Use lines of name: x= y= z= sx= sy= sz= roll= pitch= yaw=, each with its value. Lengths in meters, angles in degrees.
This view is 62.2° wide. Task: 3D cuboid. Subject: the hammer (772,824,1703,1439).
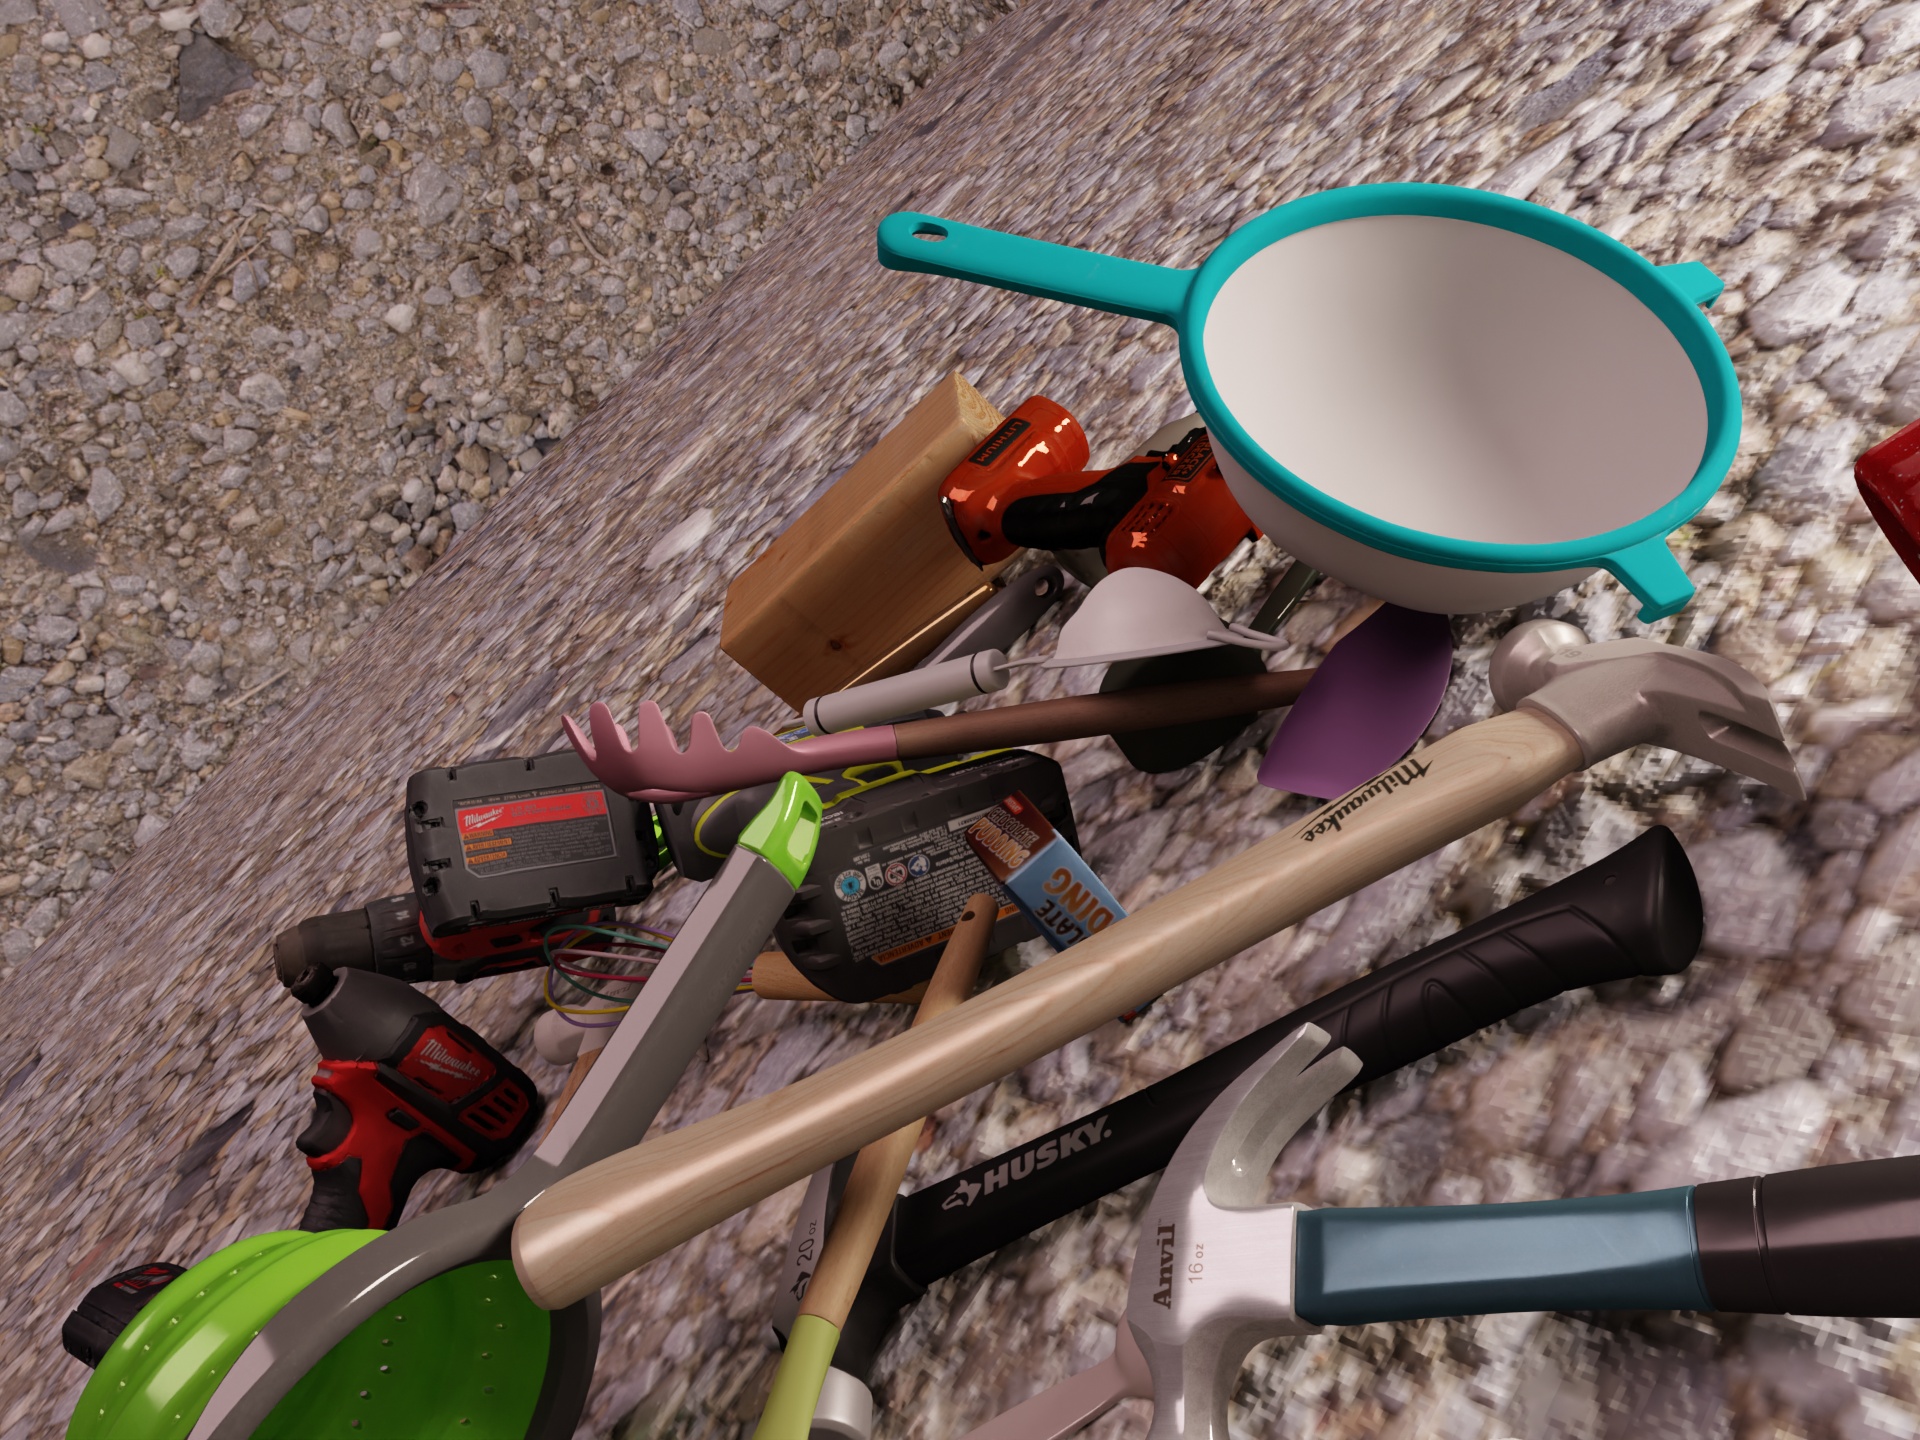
hammer: x=0.078 y=0.122 z=0.520 sx=0.335 sy=0.035 sz=0.146 roll=-31 pitch=26 yaw=20

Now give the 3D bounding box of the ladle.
ladle: x=-0.042 y=0.165 z=0.515 sx=0.078 sy=0.062 sz=0.320 roll=-8 pitch=36 yaw=28

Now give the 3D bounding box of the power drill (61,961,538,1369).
power drill: x=-0.322 y=0.233 z=0.786 sx=0.078 sy=0.143 sz=0.220 roll=-9 pitch=41 yaw=46

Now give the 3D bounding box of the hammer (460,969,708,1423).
hammer: x=-0.205 y=0.245 z=0.728 sx=0.130 sy=0.031 sz=0.332 roll=-25 pitch=29 yaw=32

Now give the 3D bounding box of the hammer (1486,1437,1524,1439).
hammer: x=-0.026 y=0.309 z=0.344 sx=0.409 sy=0.036 sz=0.149 roll=-35 pitch=32 yaw=18

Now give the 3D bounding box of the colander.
colander: x=-0.183 y=0.175 z=0.558 sx=0.094 sy=0.204 sz=0.397 roll=22 pitch=70 yaw=25

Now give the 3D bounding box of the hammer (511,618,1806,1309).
hammer: x=0.048 y=0.081 z=0.496 sx=0.410 sy=0.038 sz=0.146 roll=-28 pitch=12 yaw=-1

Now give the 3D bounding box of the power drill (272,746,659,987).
power drill: x=-0.266 y=0.094 z=0.852 sx=0.188 sy=0.080 sz=0.226 roll=-7 pitch=-17 yaw=-26

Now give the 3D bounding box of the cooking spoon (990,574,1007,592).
cooking spoon: x=0.002 y=-0.125 z=1.073 sx=0.069 sy=0.017 sz=0.319 roll=-42 pitch=23 yaw=9

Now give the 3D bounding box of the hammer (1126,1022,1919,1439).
hammer: x=0.182 y=0.118 z=0.355 sx=0.331 sy=0.033 sz=0.128 roll=-18 pitch=50 yaw=36

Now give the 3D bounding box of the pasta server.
pasta server: x=-0.001 y=-0.002 z=0.654 sx=0.316 sy=0.040 sz=0.060 roll=-8 pitch=-9 yaw=-6

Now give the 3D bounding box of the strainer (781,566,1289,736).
strainer: x=0.019 y=-0.026 z=0.705 sx=0.258 sy=0.050 sz=0.087 roll=-14 pitch=2 yaw=32

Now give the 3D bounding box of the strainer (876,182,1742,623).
strainer: x=0.127 y=-0.131 z=0.649 sx=0.340 sy=0.095 sz=0.211 roll=16 pitch=55 yaw=11

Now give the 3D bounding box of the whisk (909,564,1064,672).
whisk: x=-0.034 y=-0.012 z=0.900 sx=0.239 sy=0.055 sz=0.055 roll=-40 pitch=24 yaw=-9

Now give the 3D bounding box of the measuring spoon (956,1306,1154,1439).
measuring spoon: x=0.023 y=0.206 z=0.477 sx=0.124 sy=0.018 sz=0.034 roll=-36 pitch=24 yaw=11

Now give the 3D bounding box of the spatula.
spatula: x=0.218 y=-0.084 z=0.686 sx=0.060 sy=0.018 sz=0.316 roll=10 pitch=53 yaw=41

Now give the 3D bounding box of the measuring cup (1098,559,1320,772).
measuring cup: x=0.126 y=-0.049 z=0.735 sx=0.167 sy=0.038 sz=0.083 roll=-50 pitch=25 yaw=-15

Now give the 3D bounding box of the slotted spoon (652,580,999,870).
slotted spoon: x=-0.103 y=0.012 z=0.965 sx=0.313 sy=0.031 sz=0.070 roll=-36 pitch=19 yaw=15

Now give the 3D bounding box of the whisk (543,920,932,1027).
whisk: x=-0.107 y=0.115 z=0.746 sx=0.245 sy=0.051 sz=0.047 roll=-4 pitch=18 yaw=32

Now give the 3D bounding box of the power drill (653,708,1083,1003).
power drill: x=-0.040 y=0.043 z=0.745 sx=0.171 sy=0.080 sz=0.223 roll=-19 pitch=17 yaw=-17
